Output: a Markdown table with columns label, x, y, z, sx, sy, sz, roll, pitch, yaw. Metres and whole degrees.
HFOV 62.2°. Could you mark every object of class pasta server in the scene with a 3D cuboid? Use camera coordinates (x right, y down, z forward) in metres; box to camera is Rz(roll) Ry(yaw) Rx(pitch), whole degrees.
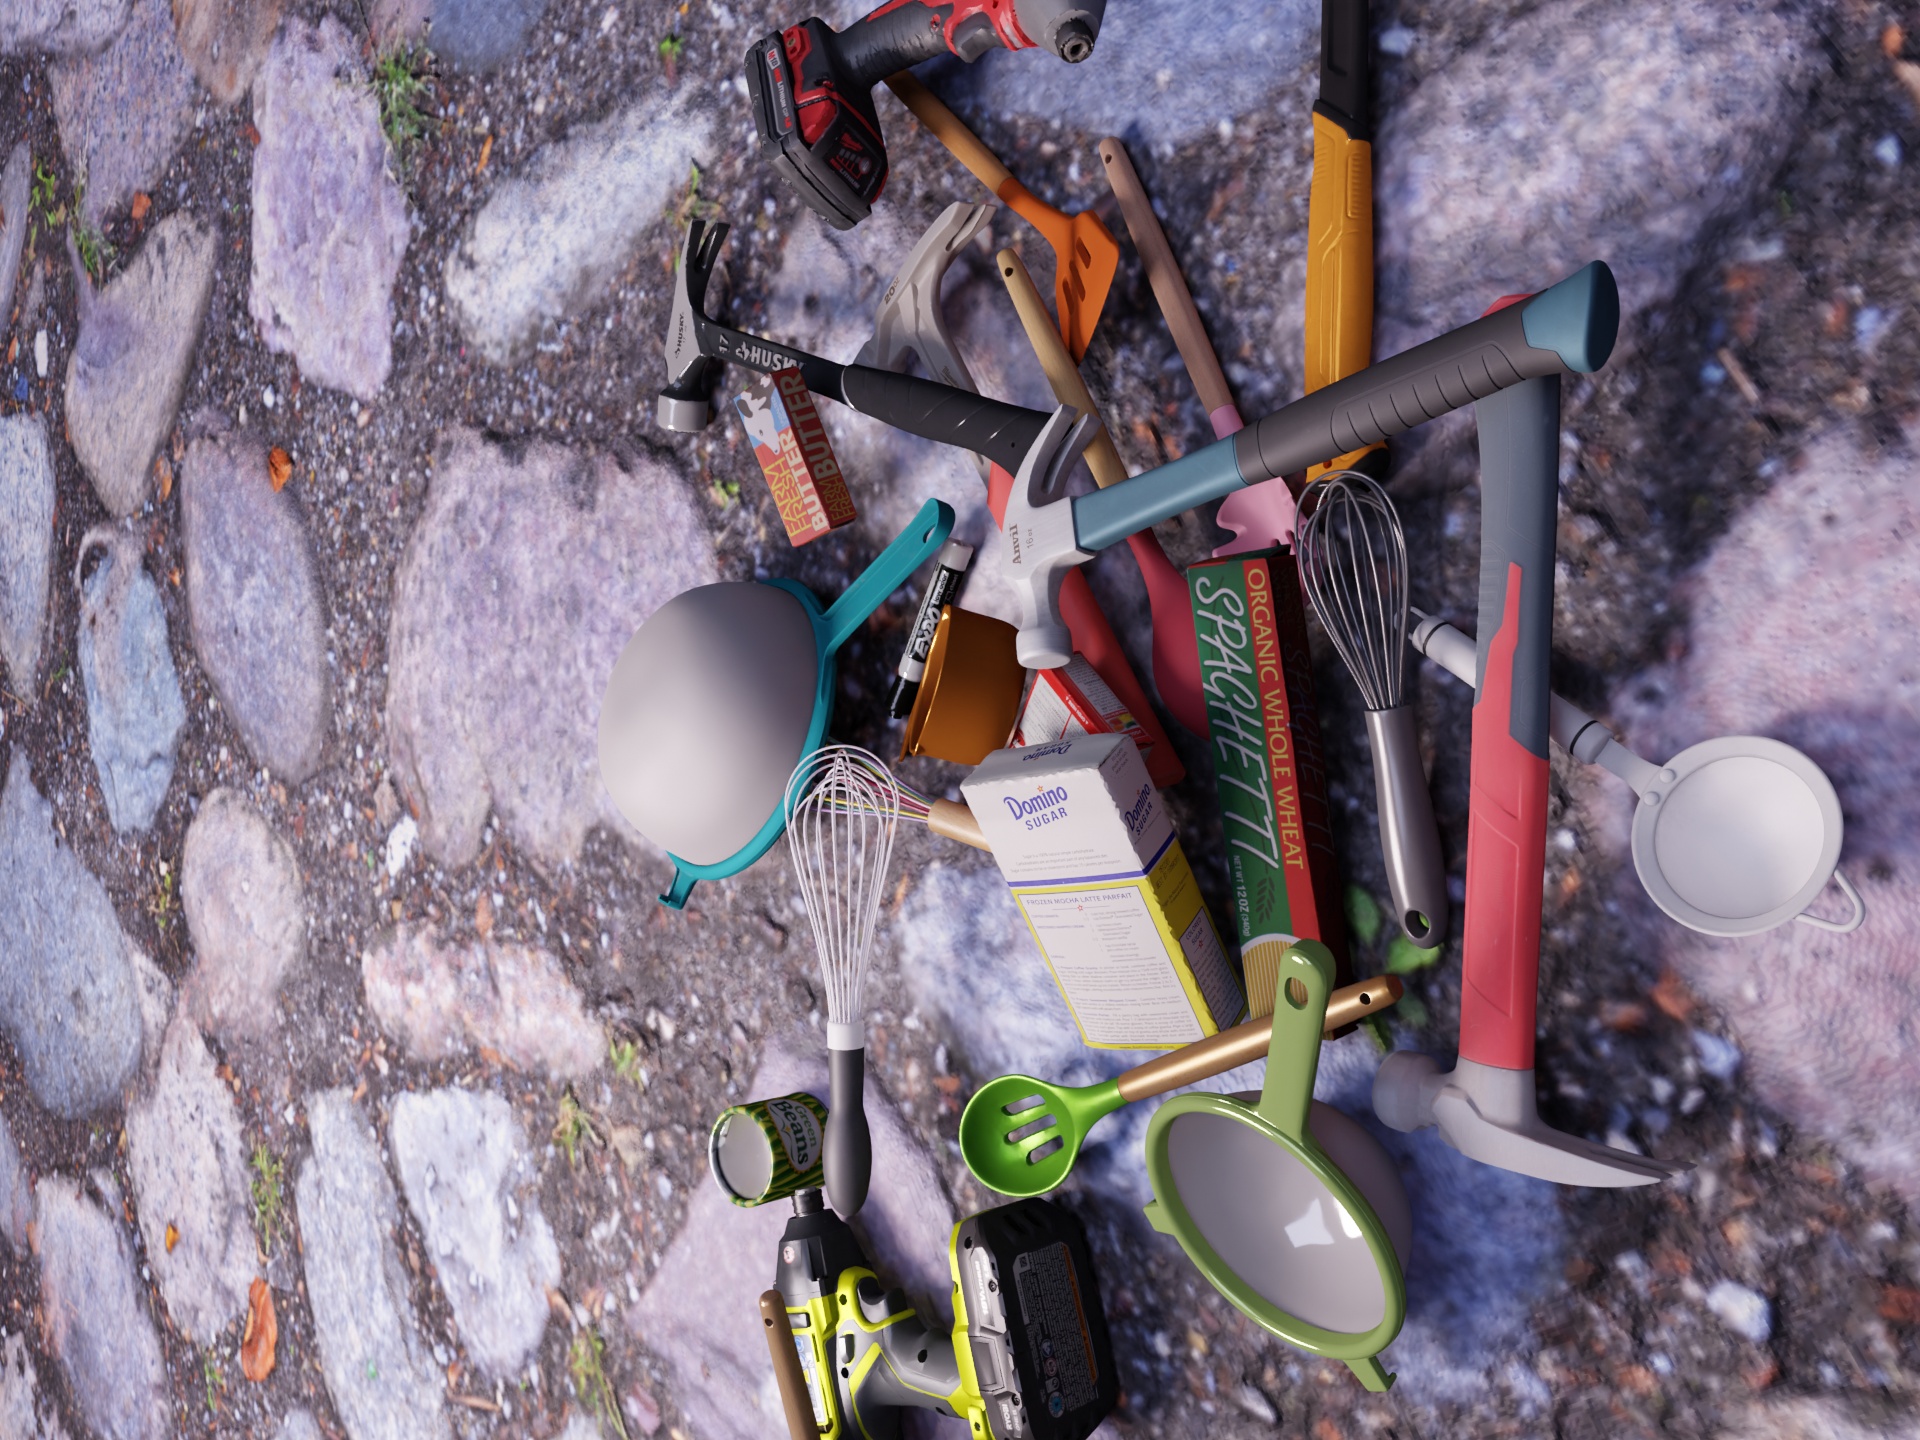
| label | x | y | z | sx | sy | sz | roll | pitch | yaw |
| --- | --- | --- | --- | --- | --- | --- | --- | --- | --- |
| pasta server | 0.128 | -0.192 | 0.867 | 0.060 | 0.040 | 0.316 | -35 | 66 | 41 |

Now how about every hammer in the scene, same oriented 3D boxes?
| label | x | y | z | sx | sy | sz | roll | pitch | yaw |
| --- | --- | --- | --- | --- | --- | --- | --- | --- | --- |
| hammer | 0.189 | -0.282 | 0.820 | 0.127 | 0.034 | 0.337 | -1 | 88 | 40 |
| hammer | 0.042 | -0.122 | 0.927 | 0.149 | 0.036 | 0.359 | -47 | 61 | 46 |
| hammer | 0.147 | -0.128 | 0.754 | 0.331 | 0.033 | 0.128 | -19 | 70 | 41 |
| hammer | 0.257 | 0.006 | 0.704 | 0.143 | 0.038 | 0.386 | 5 | 94 | 51 |
| hammer | -0.075 | -0.217 | 0.998 | 0.409 | 0.036 | 0.149 | 28 | 117 | 45 |

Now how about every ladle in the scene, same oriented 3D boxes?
| label | x | y | z | sx | sy | sz | roll | pitch | yaw |
| --- | --- | --- | --- | --- | --- | --- | --- | --- | --- |
| ladle | 0.088 | -0.129 | 0.879 | 0.069 | 0.031 | 0.315 | -32 | 75 | 31 |

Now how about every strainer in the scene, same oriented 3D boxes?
| label | x | y | z | sx | sy | sz | roll | pitch | yaw |
| --- | --- | --- | --- | --- | --- | --- | --- | --- | --- |
| strainer | 0.167 | 0.190 | 0.758 | 0.152 | 0.069 | 0.256 | 29 | 135 | 36 |
| strainer | -0.140 | -0.041 | 1.013 | 0.340 | 0.095 | 0.211 | -41 | 45 | 35 |
| strainer | 0.294 | 0.014 | 0.718 | 0.259 | 0.050 | 0.087 | 44 | 109 | 39 |

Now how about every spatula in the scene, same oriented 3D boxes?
| label | x | y | z | sx | sy | sz | roll | pitch | yaw |
| --- | --- | --- | --- | --- | --- | --- | --- | --- | --- |
| spatula | 0.009 | -0.338 | 0.971 | 0.323 | 0.041 | 0.081 | 53 | 142 | 30 |

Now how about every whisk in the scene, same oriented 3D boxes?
| label | x | y | z | sx | sy | sz | roll | pitch | yaw |
| --- | --- | --- | --- | --- | --- | --- | --- | --- | --- |
| whisk | -0.029 | 0.050 | 0.995 | 0.245 | 0.047 | 0.051 | 17 | 101 | 35 |
| whisk | -0.068 | 0.157 | 0.960 | 0.070 | 0.070 | 0.284 | -1 | 90 | 41 |
| whisk | 0.205 | -0.004 | 0.775 | 0.055 | 0.055 | 0.239 | -8 | 95 | 40 |

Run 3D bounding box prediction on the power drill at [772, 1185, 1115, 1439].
| label | x | y | z | sx | sy | sz | roll | pitch | yaw |
| --- | --- | --- | --- | --- | --- | --- | --- | --- | --- |
| power drill | -0.025 | 0.361 | 0.958 | 0.223 | 0.080 | 0.171 | -22 | 75 | 41 |

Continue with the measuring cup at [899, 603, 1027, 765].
| label | x | y | z | sx | sy | sz | roll | pitch | yaw |
| --- | --- | --- | --- | --- | --- | --- | --- | --- | --- |
| measuring cup | -0.002 | -0.003 | 0.948 | 0.173 | 0.052 | 0.095 | 117 | 166 | -67 |

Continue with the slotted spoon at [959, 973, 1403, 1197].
| label | x | y | z | sx | sy | sz | roll | pitch | yaw |
| --- | --- | --- | --- | --- | --- | --- | --- | --- | --- |
| slotted spoon | 0.107 | 0.189 | 0.838 | 0.313 | 0.031 | 0.070 | -35 | 76 | 43 |

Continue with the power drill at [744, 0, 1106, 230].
| label | x | y | z | sx | sy | sz | roll | pitch | yaw |
| --- | --- | --- | --- | --- | --- | --- | --- | --- | --- |
| power drill | -0.015 | -0.396 | 0.941 | 0.219 | 0.078 | 0.143 | -27 | 59 | 22 |

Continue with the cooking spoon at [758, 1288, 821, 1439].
| label | x | y | z | sx | sy | sz | roll | pitch | yaw |
| --- | --- | --- | --- | --- | --- | --- | --- | --- | --- |
| cooking spoon | -0.082 | 0.485 | 0.974 | 0.069 | 0.017 | 0.318 | -1 | 109 | 29 |
